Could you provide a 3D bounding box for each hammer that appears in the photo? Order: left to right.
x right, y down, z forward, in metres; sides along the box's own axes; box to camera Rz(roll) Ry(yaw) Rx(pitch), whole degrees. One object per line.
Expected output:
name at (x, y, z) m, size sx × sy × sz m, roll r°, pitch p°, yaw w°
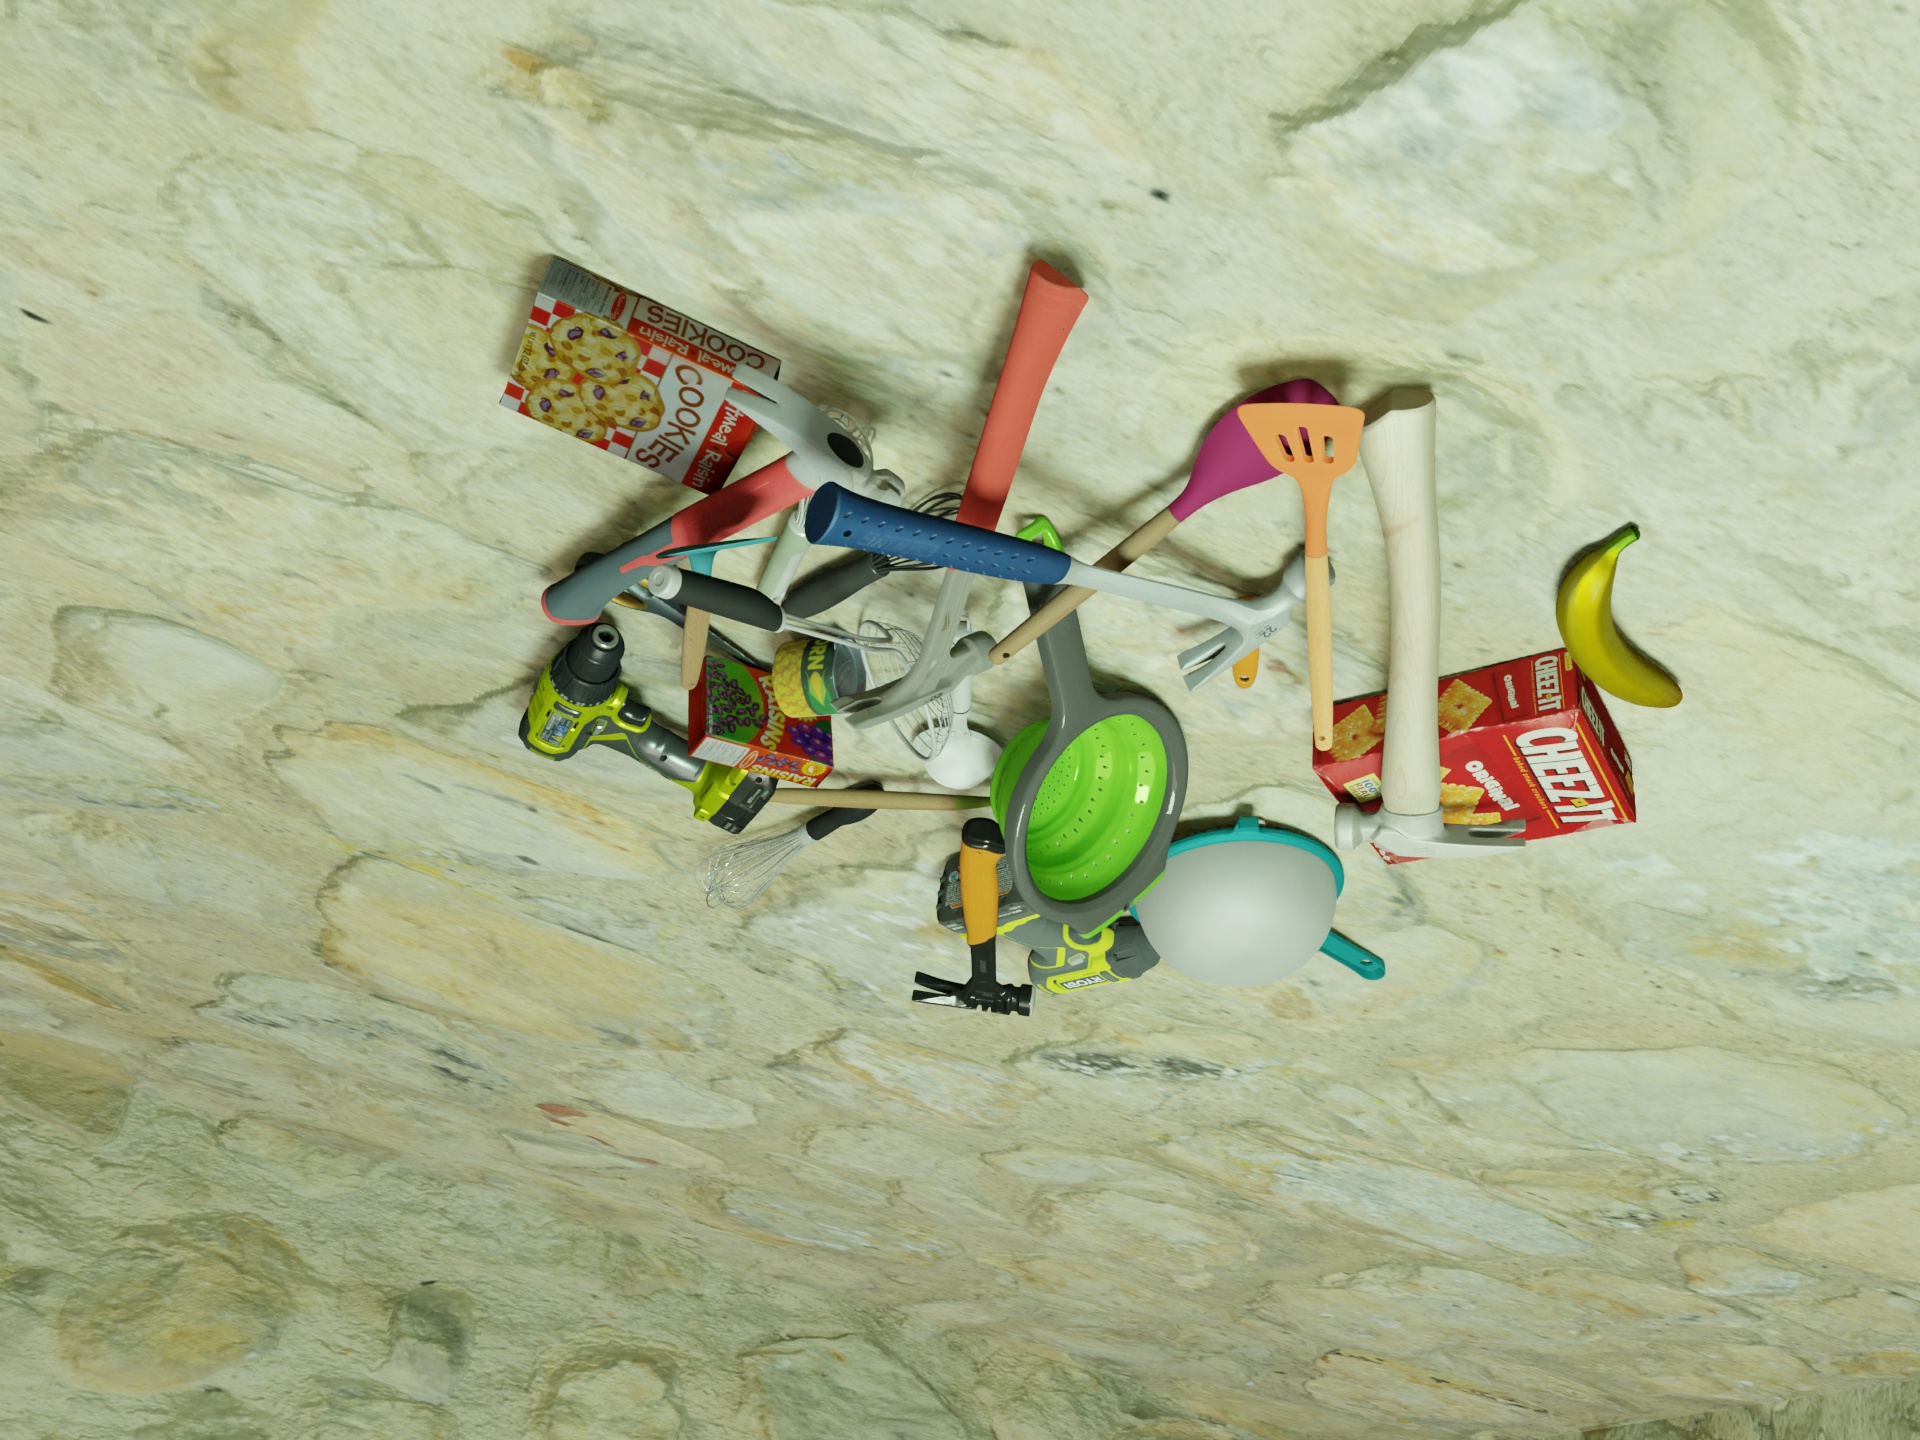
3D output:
hammer at (-0.217, -0.146, 1.177) m, size 0.143 × 0.038 × 0.386 m, roll 35°, pitch 146°, yaw -32°
hammer at (0.008, -0.145, 1.088) m, size 0.037 × 0.149 × 0.358 m, roll 44°, pitch 137°, yaw 25°
hammer at (0.012, 0.192, 1.516) m, size 0.127 × 0.034 × 0.336 m, roll 7°, pitch 145°, yaw 6°
hammer at (0.074, -0.097, 1.094) m, size 0.405 × 0.035 × 0.144 m, roll 9°, pitch 140°, yaw -35°
hammer at (0.336, -0.053, 1.146) m, size 0.146 × 0.038 × 0.410 m, roll 1°, pitch 132°, yaw 17°

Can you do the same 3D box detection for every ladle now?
ladle at (-0.030, 0.088, 1.485) m, size 0.320 × 0.062 × 0.078 m, roll 2°, pitch -175°, yaw 8°

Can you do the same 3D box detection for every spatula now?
spatula at (-0.197, -0.078, 1.203) m, size 0.082 × 0.044 × 0.317 m, roll -12°, pitch 162°, yaw -16°
spatula at (0.247, -0.093, 1.114) m, size 0.081 × 0.041 × 0.322 m, roll 7°, pitch 135°, yaw 22°

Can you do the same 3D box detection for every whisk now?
whisk at (-0.173, 0.124, 1.601) m, size 0.070 × 0.070 × 0.284 m, roll 34°, pitch 134°, yaw -29°
whisk at (-0.115, -0.153, 1.198) m, size 0.059 × 0.058 × 0.246 m, roll 50°, pitch 147°, yaw 7°
whisk at (-0.064, -0.119, 1.231) m, size 0.055 × 0.055 × 0.239 m, roll 35°, pitch 142°, yaw -31°

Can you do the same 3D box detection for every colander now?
colander at (0.075, -0.001, 1.315) m, size 0.095 × 0.204 × 0.396 m, roll 28°, pitch 144°, yaw 44°

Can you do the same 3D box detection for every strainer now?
strainer at (-0.002, -0.004, 1.383) m, size 0.087 × 0.050 × 0.258 m, roll 8°, pitch 142°, yaw 6°
strainer at (0.311, 0.221, 1.549) m, size 0.340 × 0.095 × 0.211 m, roll 30°, pitch 134°, yaw -32°

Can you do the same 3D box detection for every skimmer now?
skimmer at (-0.119, -0.045, 1.196) m, size 0.090 × 0.127 × 0.363 m, roll -45°, pitch 151°, yaw 19°

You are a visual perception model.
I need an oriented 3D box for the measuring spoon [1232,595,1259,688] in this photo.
measuring spoon at (0.227, -0.058, 1.263) m, size 0.021 × 0.011 × 0.116 m, roll 4°, pitch 145°, yaw 10°

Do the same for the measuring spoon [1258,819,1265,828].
measuring spoon at (0.262, 0.128, 1.512) m, size 0.034 × 0.018 × 0.124 m, roll 15°, pitch 147°, yaw -6°

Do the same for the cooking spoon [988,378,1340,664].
cooking spoon at (0.133, -0.130, 1.124) m, size 0.068 × 0.017 × 0.319 m, roll 33°, pitch 126°, yaw -29°

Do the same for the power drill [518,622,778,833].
power drill at (-0.273, 0.004, 1.438) m, size 0.228 × 0.080 × 0.190 m, roll 26°, pitch 143°, yaw -16°

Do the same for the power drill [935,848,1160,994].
power drill at (0.098, 0.207, 1.627) m, size 0.171 × 0.080 × 0.223 m, roll -20°, pitch 138°, yaw 37°
